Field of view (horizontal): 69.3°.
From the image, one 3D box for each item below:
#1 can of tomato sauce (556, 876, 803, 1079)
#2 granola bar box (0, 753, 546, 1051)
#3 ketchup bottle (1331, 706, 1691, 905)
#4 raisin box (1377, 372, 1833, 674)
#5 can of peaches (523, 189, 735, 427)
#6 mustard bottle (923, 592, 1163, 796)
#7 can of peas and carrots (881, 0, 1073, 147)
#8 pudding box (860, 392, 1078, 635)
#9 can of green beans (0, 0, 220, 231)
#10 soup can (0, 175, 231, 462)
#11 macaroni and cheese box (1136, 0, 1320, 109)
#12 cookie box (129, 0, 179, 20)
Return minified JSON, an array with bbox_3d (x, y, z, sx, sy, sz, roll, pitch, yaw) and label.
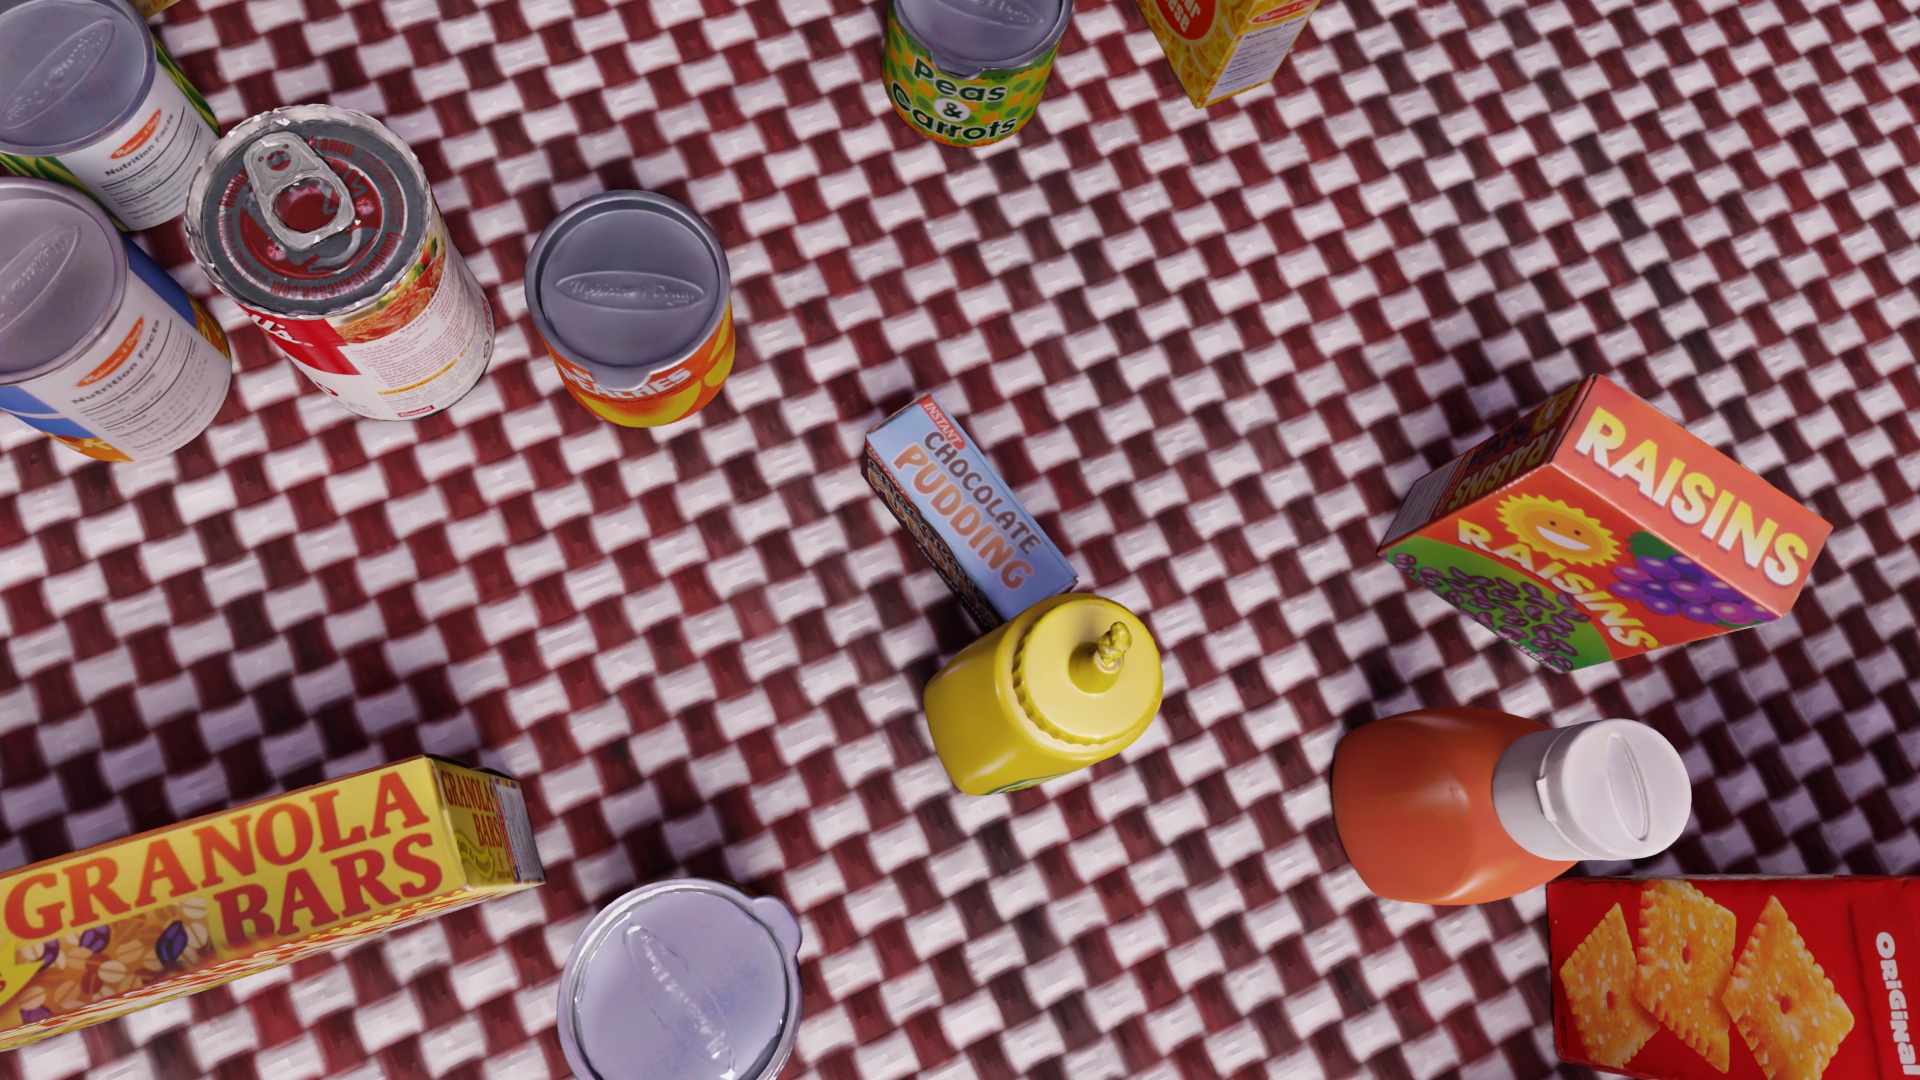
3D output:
[{"bbox_3d":[-0.080,0.134,0.420,0.071,0.083,0.071,2,77,-7],"label":"can of tomato sauce"},{"bbox_3d":[-0.213,0.104,0.389,0.166,0.124,0.039,-16,79,-11],"label":"granola bar box"},{"bbox_3d":[0.163,0.081,0.430,0.043,0.148,0.065,-7,78,-9],"label":"ketchup bottle"},{"bbox_3d":[0.209,0.000,0.469,0.086,0.123,0.040,34,75,2],"label":"raisin box"},{"bbox_3d":[-0.112,-0.076,0.480,0.071,0.058,0.071,2,76,-7],"label":"can of peaches"},{"bbox_3d":[0.027,0.046,0.416,0.065,0.160,0.049,-20,80,-11],"label":"mustard bottle"},{"bbox_3d":[0.004,-0.189,0.522,0.071,0.058,0.071,2,76,-7],"label":"can of peas and carrots"},{"bbox_3d":[0.002,-0.006,0.482,0.030,0.049,0.084,-36,83,-14],"label":"pudding box"},{"bbox_3d":[-0.298,-0.147,0.474,0.071,0.057,0.071,2,76,-7],"label":"can of green beans"},{"bbox_3d":[-0.285,-0.069,0.443,0.071,0.083,0.071,2,77,-7],"label":"soup can"},{"bbox_3d":[0.095,-0.252,0.494,0.040,0.166,0.124,-24,81,-12],"label":"macaroni and cheese box"},{"bbox_3d":[-0.292,-0.235,0.440,0.123,0.167,0.040,-38,84,-14],"label":"cookie box"}]
